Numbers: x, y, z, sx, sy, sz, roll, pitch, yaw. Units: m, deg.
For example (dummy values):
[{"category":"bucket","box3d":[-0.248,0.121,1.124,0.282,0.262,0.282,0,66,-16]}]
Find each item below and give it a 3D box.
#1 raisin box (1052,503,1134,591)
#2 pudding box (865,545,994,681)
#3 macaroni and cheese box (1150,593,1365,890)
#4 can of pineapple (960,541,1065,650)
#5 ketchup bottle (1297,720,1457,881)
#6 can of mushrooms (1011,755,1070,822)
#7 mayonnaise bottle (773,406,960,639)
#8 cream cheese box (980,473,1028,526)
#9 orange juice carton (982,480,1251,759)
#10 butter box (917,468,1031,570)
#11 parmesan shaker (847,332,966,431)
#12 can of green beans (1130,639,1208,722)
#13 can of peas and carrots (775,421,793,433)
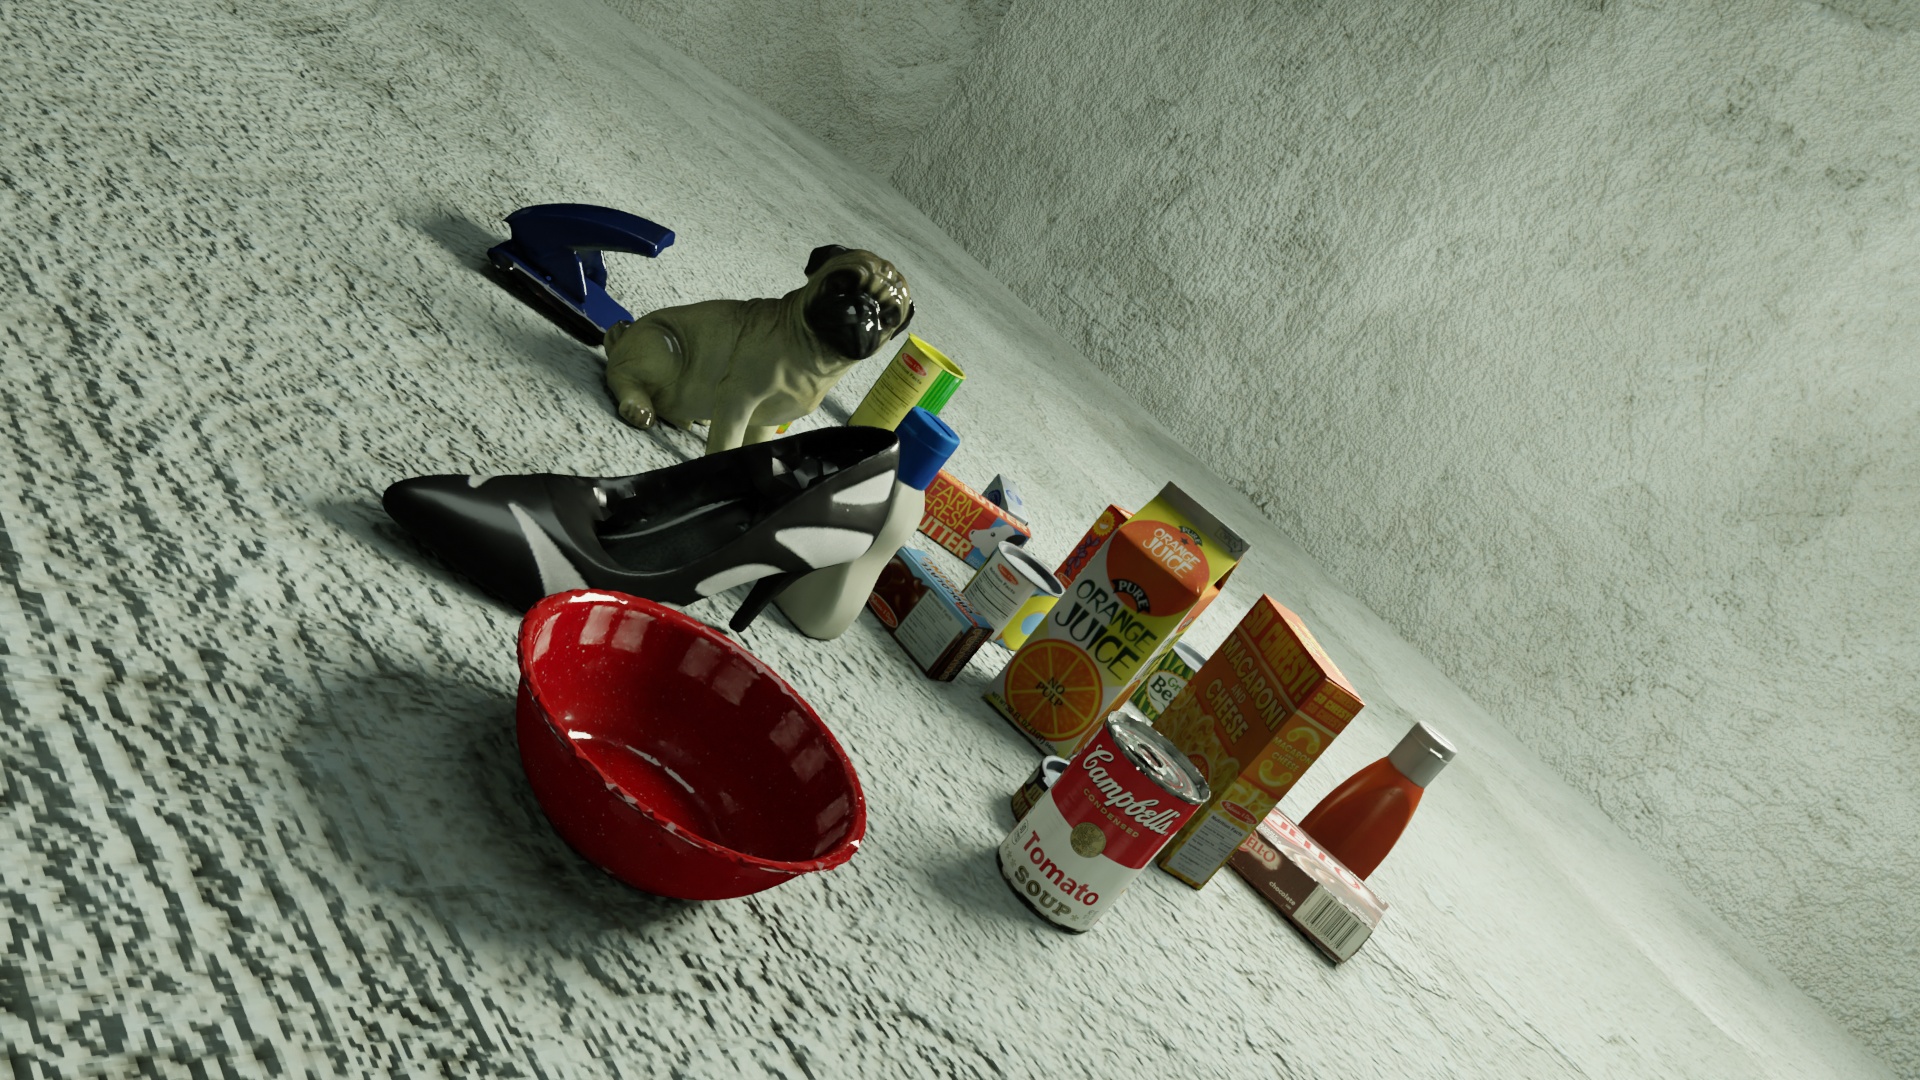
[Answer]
[{"category":"raisin box","box3d":[0.120,0.035,1.163,0.086,0.123,0.040,22,22,-48]},{"category":"pudding box","box3d":[-0.023,0.048,0.931,0.084,0.049,0.030,46,16,30]},{"category":"macaroni and cheese box","box3d":[0.183,0.132,0.933,0.040,0.166,0.124,33,15,-19]},{"category":"can of pineapple","box3d":[0.040,0.044,1.078,0.071,0.057,0.071,35,15,-10]},{"category":"ketchup bottle","box3d":[0.317,0.204,1.066,0.065,0.148,0.043,38,14,-2]},{"category":"can of mushrooms","box3d":[0.064,0.162,0.824,0.071,0.033,0.071,35,15,-10]},{"category":"mayonnaise bottle","box3d":[-0.057,-0.013,0.839,0.065,0.147,0.041,47,16,32]},{"category":"cream cheese box","box3d":[0.032,-0.019,1.260,0.024,0.053,0.104,34,15,-15]},{"category":"orange juice carton","box3d":[0.108,0.054,0.939,0.072,0.192,0.073,42,15,15]},{"category":"butter box","box3d":[0.004,-0.015,1.181,0.103,0.053,0.024,35,14,-12]},{"category":"parmesan shaker","box3d":[-0.053,-0.134,1.309,0.071,0.103,0.071,35,14,-10]},{"category":"can of green beans","box3d":[0.183,0.123,1.174,0.071,0.057,0.071,35,15,-10]},{"category":"can of peas and carrots","box3d":[-0.156,-0.131,1.141,0.071,0.058,0.071,35,15,-10]}]
